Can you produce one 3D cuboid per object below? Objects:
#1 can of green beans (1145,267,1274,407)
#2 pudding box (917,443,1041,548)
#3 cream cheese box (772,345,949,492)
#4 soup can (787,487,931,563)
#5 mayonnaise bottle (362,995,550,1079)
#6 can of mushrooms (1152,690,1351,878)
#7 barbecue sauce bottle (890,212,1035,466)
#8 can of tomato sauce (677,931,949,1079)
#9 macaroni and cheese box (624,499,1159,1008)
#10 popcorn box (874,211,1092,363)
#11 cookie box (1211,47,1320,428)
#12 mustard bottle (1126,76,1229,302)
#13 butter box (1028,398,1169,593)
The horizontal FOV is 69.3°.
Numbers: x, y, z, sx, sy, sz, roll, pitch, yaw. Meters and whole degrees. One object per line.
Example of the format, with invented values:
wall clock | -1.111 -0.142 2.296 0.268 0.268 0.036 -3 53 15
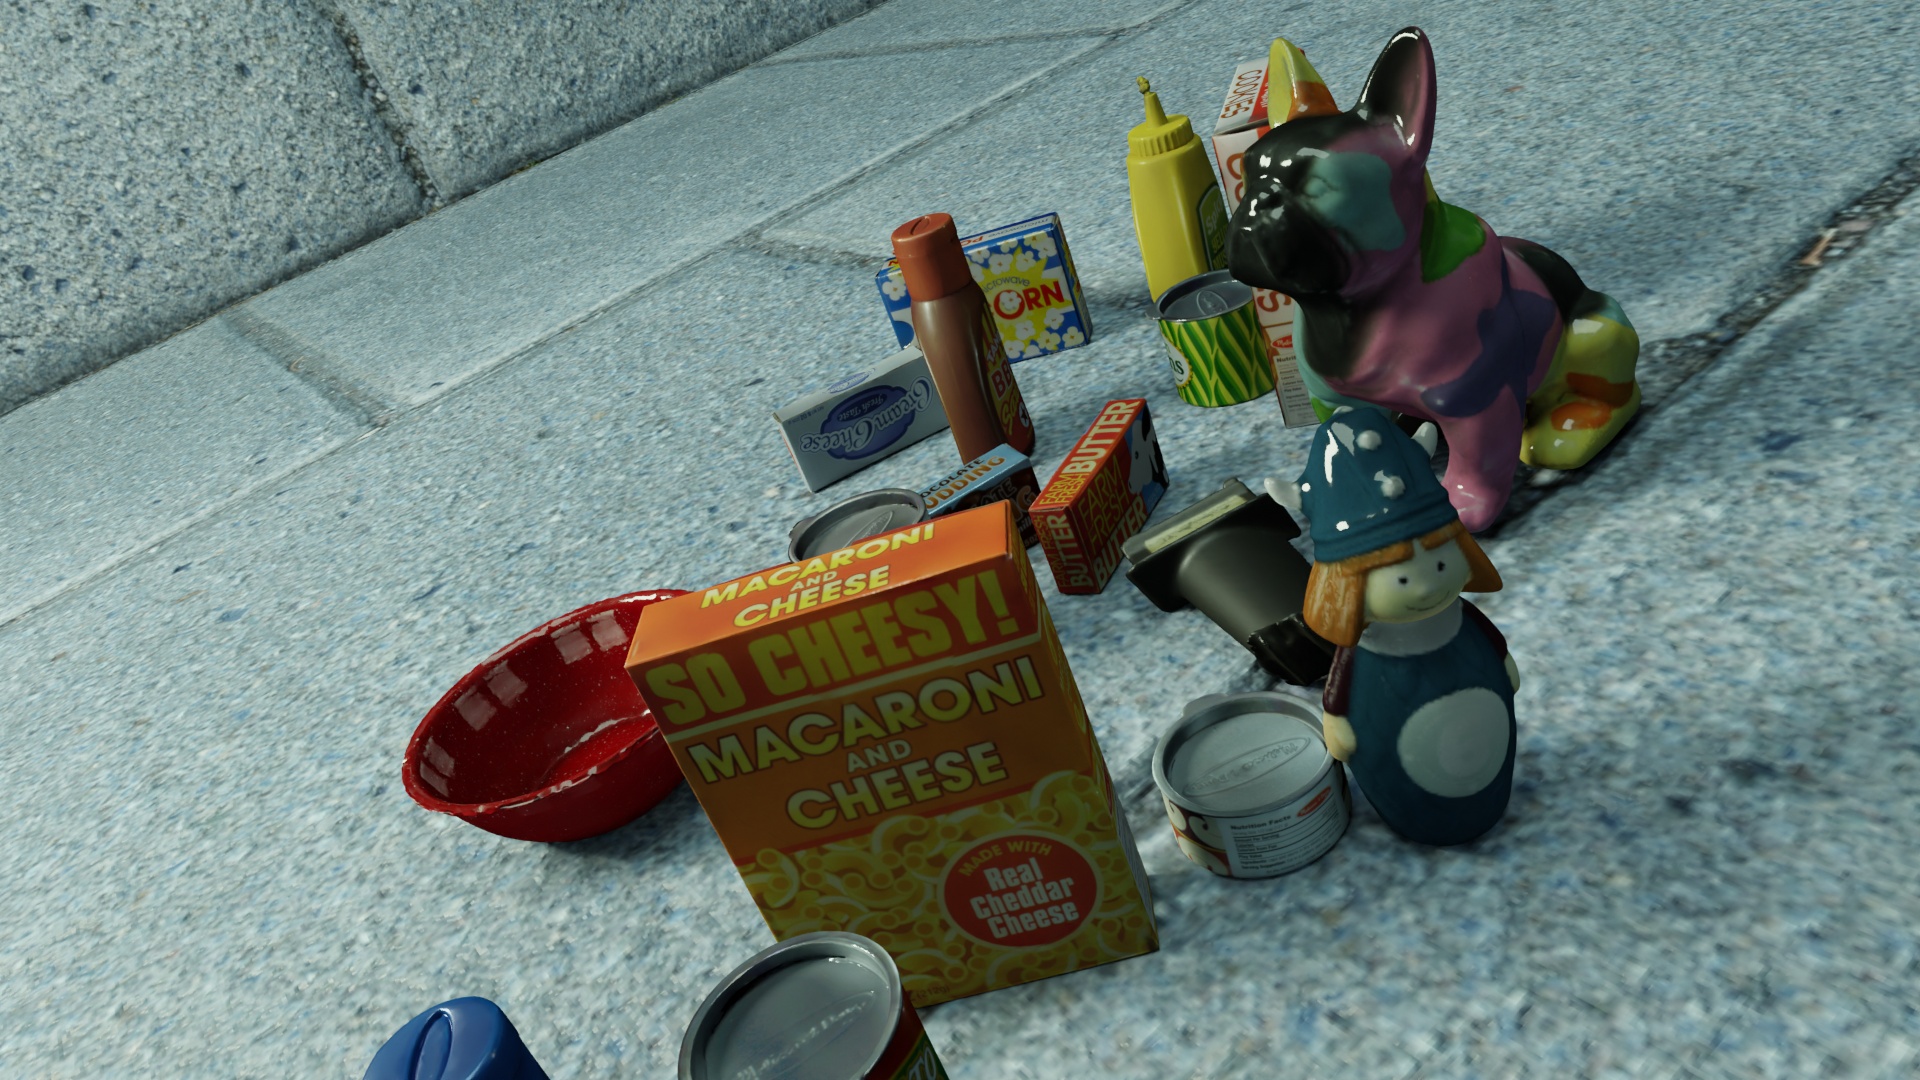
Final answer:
can of green beans | 0.151 -0.117 0.801 0.071 0.057 0.071 -16 28 9
pudding box | 0.003 -0.009 0.720 0.084 0.049 0.030 -30 29 -16
cream cheese box | -0.061 -0.077 0.877 0.104 0.053 0.024 -27 29 -12
soup can | -0.036 0.028 0.646 0.071 0.083 0.072 -16 28 9
mayonnaise bottle | -0.099 0.180 0.355 0.041 0.147 0.065 -22 28 -1
can of mushrooms | 0.105 0.086 0.502 0.071 0.033 0.071 -16 29 9
barbecue sauce bottle | 0.001 -0.112 0.797 0.043 0.148 0.065 -11 30 19
can of tomato sauce | -0.033 0.167 0.401 0.071 0.082 0.071 -16 28 9
macaroni and cheese box | -0.017 0.079 0.457 0.124 0.165 0.040 -17 28 9
popcorn box | 0.017 -0.162 0.940 0.126 0.085 0.038 -13 29 15
cookie box | 0.180 -0.164 0.747 0.040 0.166 0.123 -8 31 23
mustard bottle | 0.135 -0.211 0.867 0.049 0.159 0.066 0 34 34
butter box | 0.072 -0.023 0.695 0.024 0.053 0.104 -1 34 33
